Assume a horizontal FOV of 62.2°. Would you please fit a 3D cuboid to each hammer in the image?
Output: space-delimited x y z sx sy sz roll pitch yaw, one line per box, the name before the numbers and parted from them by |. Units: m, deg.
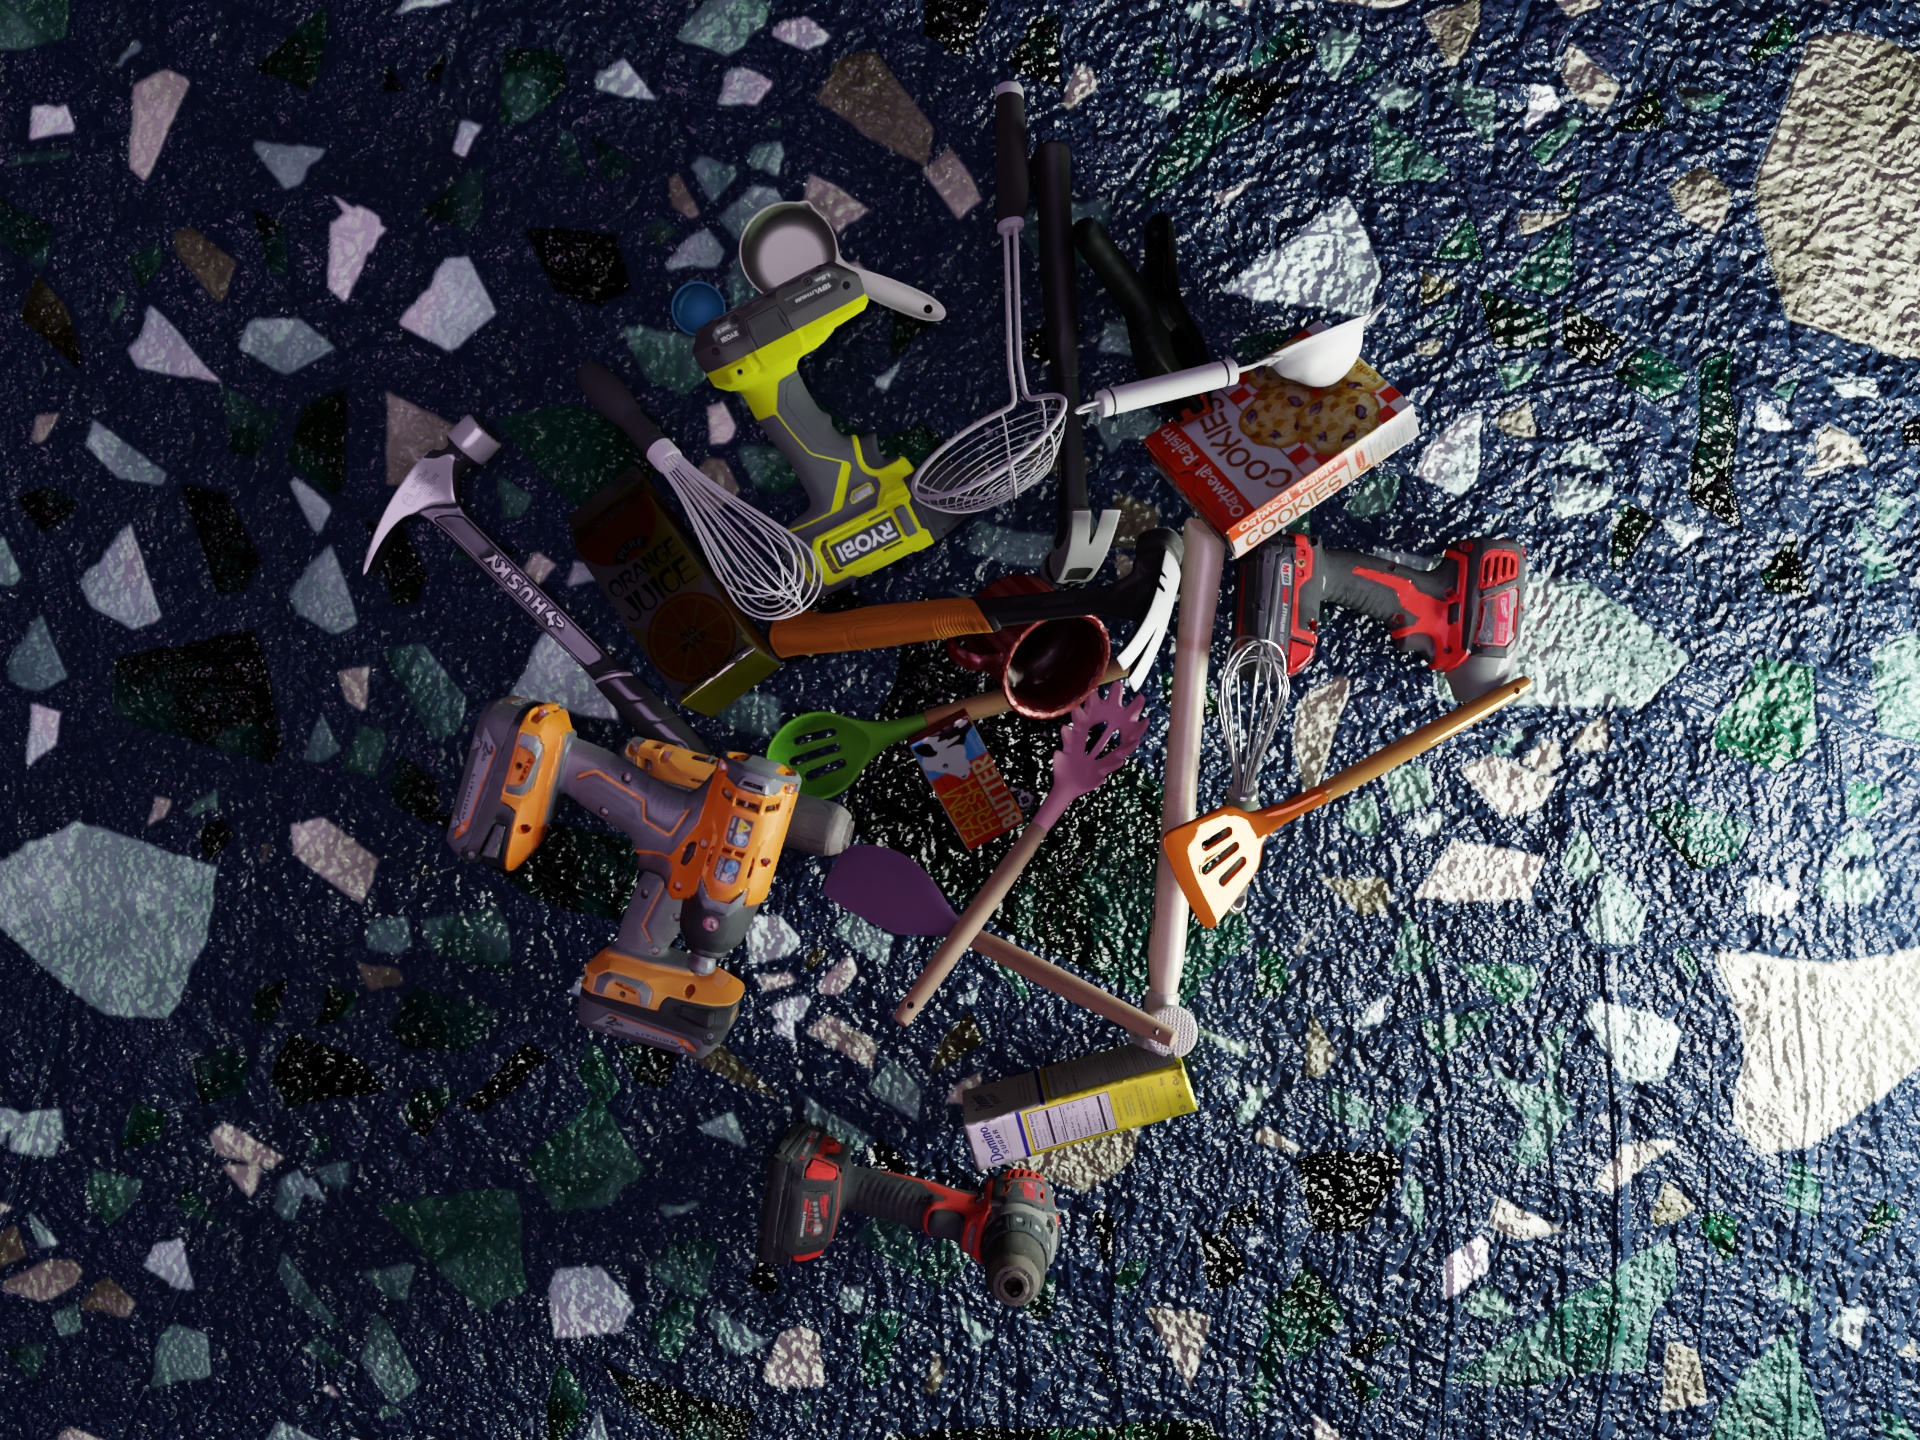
hammer | -0.005 -0.070 1.167 0.337 0.034 0.127 -4 49 31
hammer | -0.292 -0.044 1.254 0.149 0.036 0.409 -44 93 3
hammer | 0.170 0.048 1.238 0.038 0.146 0.411 6 83 -2
hammer | 0.080 -0.275 1.208 0.035 0.146 0.335 -2 85 -8

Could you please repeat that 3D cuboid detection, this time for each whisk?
whisk | 0.216 0.047 1.218 0.058 0.059 0.246 -17 124 -28
whisk | -0.204 -0.180 1.205 0.070 0.070 0.285 -43 71 2

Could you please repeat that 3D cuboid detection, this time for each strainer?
strainer | 0.202 -0.253 1.160 0.258 0.087 0.050 -16 91 -13

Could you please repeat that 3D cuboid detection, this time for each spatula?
spatula | 0.025 0.169 1.202 0.316 0.018 0.060 24 84 29
spatula | 0.297 0.045 1.192 0.322 0.041 0.081 -28 100 -8

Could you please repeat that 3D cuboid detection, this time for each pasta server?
pasta server | 0.045 0.100 1.211 0.060 0.040 0.316 32 68 14

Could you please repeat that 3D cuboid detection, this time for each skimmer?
skimmer | 0.021 -0.322 1.171 0.127 0.090 0.363 -12 72 39

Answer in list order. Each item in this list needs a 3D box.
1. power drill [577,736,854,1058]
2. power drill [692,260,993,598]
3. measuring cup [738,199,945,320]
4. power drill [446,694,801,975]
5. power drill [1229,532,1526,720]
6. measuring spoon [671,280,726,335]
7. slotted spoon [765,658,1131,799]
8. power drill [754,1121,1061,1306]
power drill | -0.191 0.139 1.225 0.185 0.084 0.226 14 100 3
power drill | -0.089 -0.225 1.211 0.171 0.080 0.223 -27 108 2
measuring cup | -0.090 -0.344 1.239 0.167 0.038 0.083 21 93 -3
power drill | -0.244 0.083 1.148 0.226 0.084 0.164 17 96 -1
power drill | 0.327 -0.075 1.239 0.219 0.078 0.143 3 94 -3
measuring spoon | -0.174 -0.292 1.254 0.128 0.021 0.042 44 91 -12
slotted spoon | -0.002 -0.004 1.263 0.313 0.031 0.070 -16 97 -2
power drill | -0.036 0.380 1.206 0.226 0.188 0.080 9 92 3
